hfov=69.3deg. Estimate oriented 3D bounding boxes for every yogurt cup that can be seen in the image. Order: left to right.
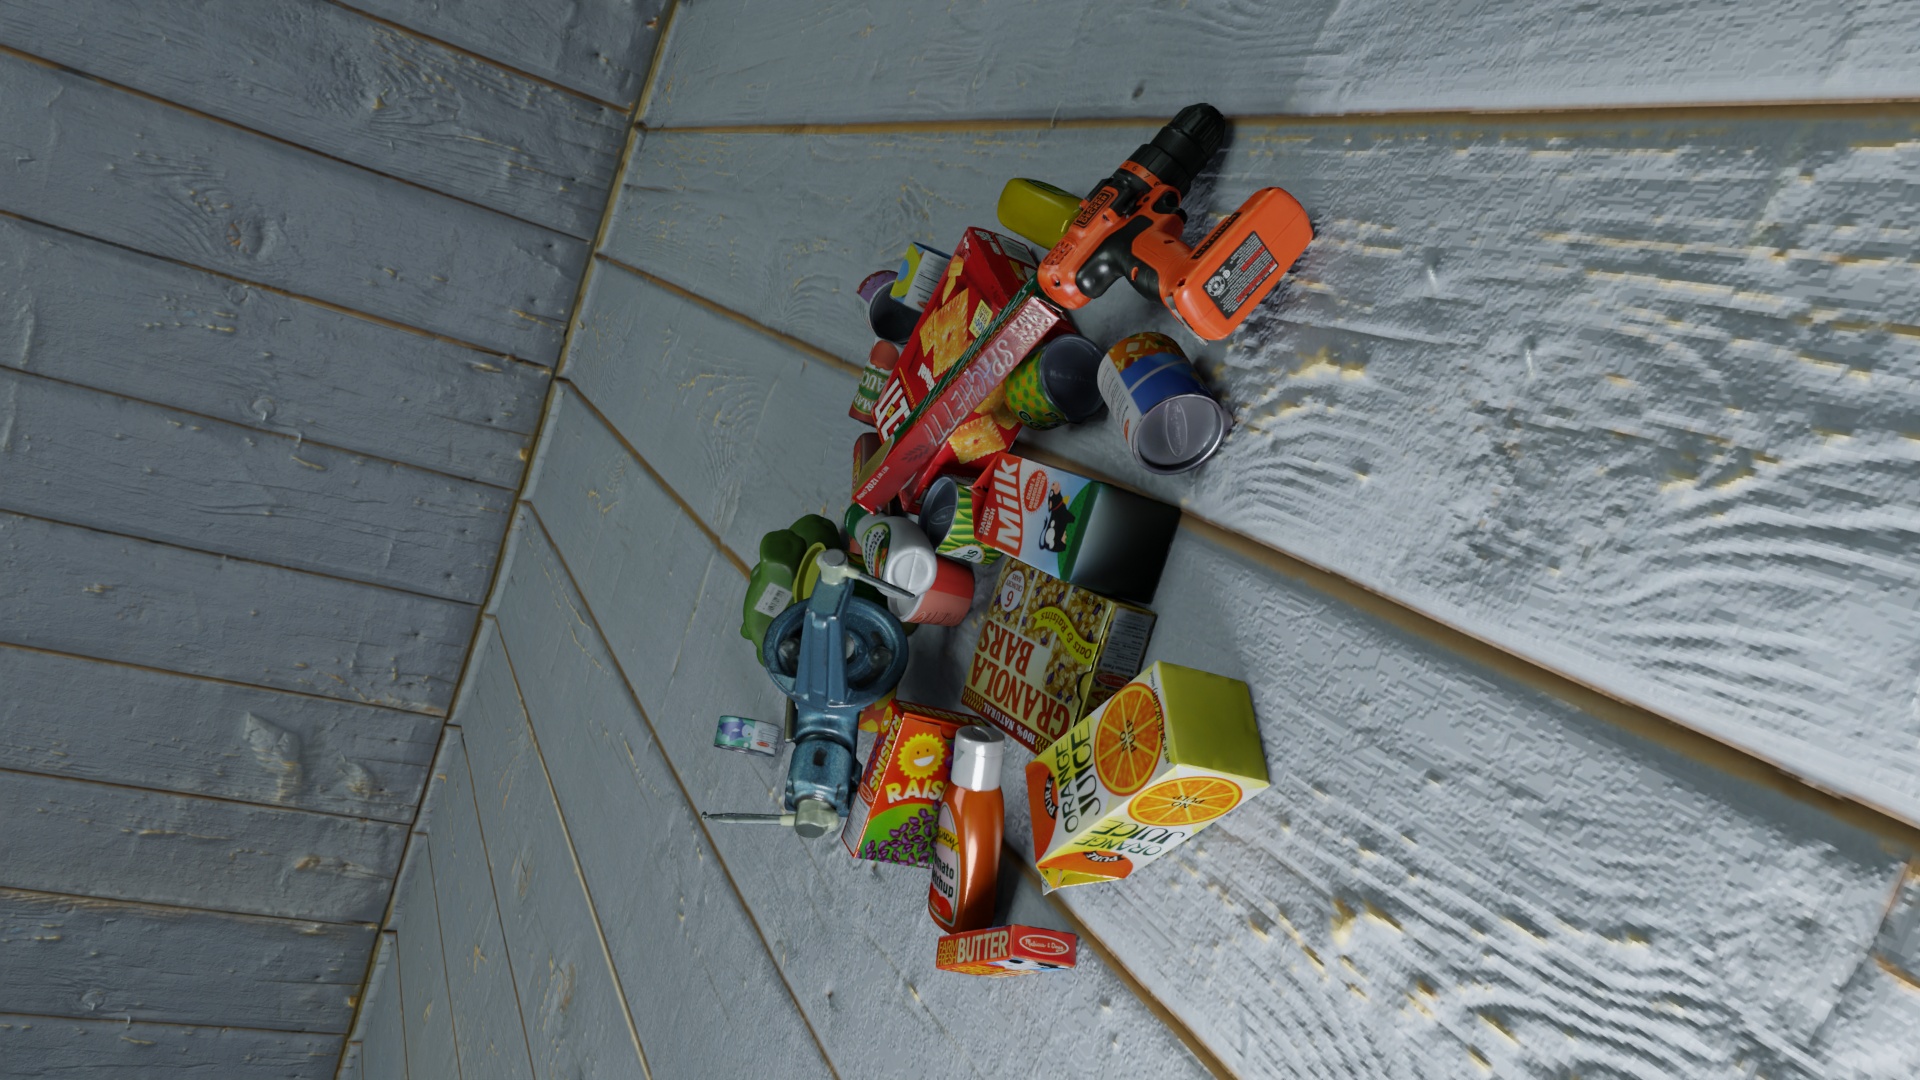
[{"bbox_3d":[-0.024,0.042,1.196,0.072,0.054,0.073,-37,45,49],"label":"yogurt cup"}]

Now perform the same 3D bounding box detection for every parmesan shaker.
[{"bbox_3d":[-0.092,0.047,1.268,0.071,0.103,0.071,-37,45,49],"label":"parmesan shaker"}]

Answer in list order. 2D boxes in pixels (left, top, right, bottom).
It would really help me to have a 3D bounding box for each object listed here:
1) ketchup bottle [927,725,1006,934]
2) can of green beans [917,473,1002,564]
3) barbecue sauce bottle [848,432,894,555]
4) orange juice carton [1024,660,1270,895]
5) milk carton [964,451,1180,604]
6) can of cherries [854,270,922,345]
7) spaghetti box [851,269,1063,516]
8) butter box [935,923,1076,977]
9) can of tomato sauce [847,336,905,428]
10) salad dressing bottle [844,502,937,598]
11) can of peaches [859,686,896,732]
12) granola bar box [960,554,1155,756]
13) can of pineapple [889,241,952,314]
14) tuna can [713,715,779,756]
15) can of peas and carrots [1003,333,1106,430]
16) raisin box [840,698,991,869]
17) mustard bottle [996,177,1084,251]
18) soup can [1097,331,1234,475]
[{"bbox_3d":[0.007,0.212,1.023,0.065,0.043,0.148,-151,65,-63],"label":"ketchup bottle"},{"bbox_3d":[0.005,-0.017,1.170,0.071,0.058,0.071,-38,44,49],"label":"can of green beans"},{"bbox_3d":[-0.086,-0.029,1.350,0.064,0.044,0.149,102,171,-59],"label":"barbecue sauce bottle"},{"bbox_3d":[0.102,0.157,0.879,0.191,0.073,0.072,-47,38,42],"label":"orange juice carton"},{"bbox_3d":[0.072,-0.016,1.027,0.191,0.072,0.073,26,100,63],"label":"milk carton"},{"bbox_3d":[-0.067,-0.240,1.420,0.071,0.071,0.058,-67,27,13],"label":"can of cherries"},{"bbox_3d":[-0.004,-0.115,1.116,0.249,0.028,0.050,-45,18,32],"label":"spaghetti box"},{"bbox_3d":[0.030,0.286,0.965,0.103,0.053,0.024,-31,48,53],"label":"butter box"},{"bbox_3d":[-0.067,-0.151,1.364,0.071,0.071,0.083,34,106,62],"label":"can of tomato sauce"},{"bbox_3d":[-0.063,0.003,1.178,0.148,0.044,0.064,-138,57,-64],"label":"salad dressing bottle"},{"bbox_3d":[-0.097,0.139,1.277,0.071,0.058,0.071,-38,43,48],"label":"can of peaches"},{"bbox_3d":[0.066,0.088,1.019,0.165,0.039,0.124,23,97,63],"label":"granola bar box"},{"bbox_3d":[-0.029,-0.252,1.351,0.057,0.071,0.071,-66,28,15],"label":"can of pineapple"},{"bbox_3d":[-0.228,0.208,1.474,0.071,0.071,0.033,-15,62,59],"label":"tuna can"},{"bbox_3d":[0.075,-0.120,1.086,0.058,0.071,0.071,-14,63,60],"label":"can of peas and carrots"},{"bbox_3d":[-0.033,0.194,1.097,0.040,0.086,0.123,35,107,63],"label":"raisin box"},{"bbox_3d":[0.088,-0.260,1.145,0.161,0.065,0.048,45,121,53],"label":"mustard bottle"},{"bbox_3d":[0.140,-0.096,0.956,0.071,0.071,0.084,-58,30,28],"label":"soup can"}]
